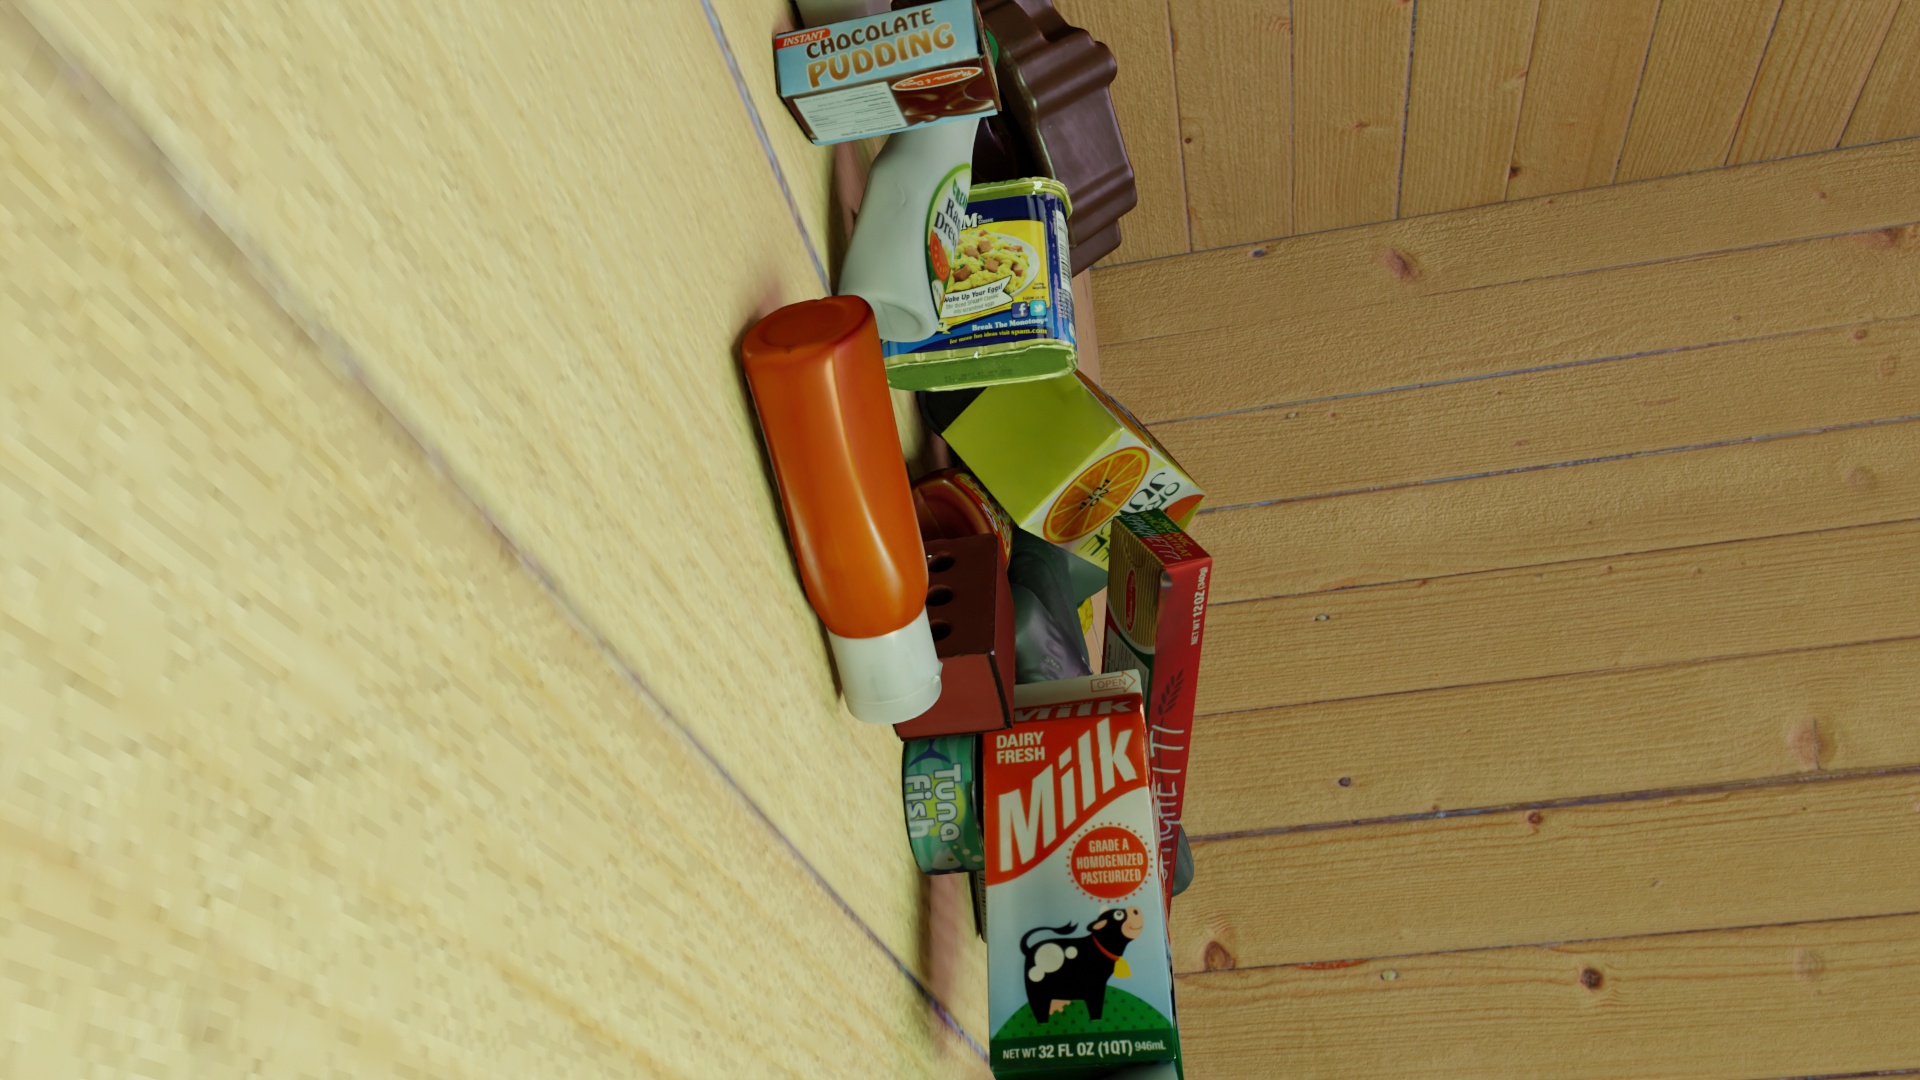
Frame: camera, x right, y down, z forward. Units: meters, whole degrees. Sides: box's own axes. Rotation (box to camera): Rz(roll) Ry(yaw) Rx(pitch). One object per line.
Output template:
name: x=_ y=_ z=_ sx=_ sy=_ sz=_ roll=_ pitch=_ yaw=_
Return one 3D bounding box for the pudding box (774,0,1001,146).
pudding box: x=-0.028 y=-0.189 z=0.566 sx=0.049 sy=0.084 sz=0.030 roll=42 pitch=41 yaw=-76

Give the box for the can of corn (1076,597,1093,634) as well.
can of corn: x=0.060 y=0.037 z=0.975 sx=0.071 sy=0.071 sz=0.058 roll=-87 pitch=166 yaw=-51

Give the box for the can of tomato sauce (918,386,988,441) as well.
can of tomato sauce: x=0.014 y=-0.102 z=0.800 sx=0.083 sy=0.071 sz=0.070 roll=-86 pitch=166 yaw=-54

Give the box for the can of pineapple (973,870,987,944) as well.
can of pineapple: x=0.041 y=0.179 z=0.738 sx=0.071 sy=0.071 sz=0.058 roll=2 pitch=82 yaw=-81

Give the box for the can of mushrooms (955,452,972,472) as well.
can of mushrooms: x=0.029 y=-0.053 z=0.870 sx=0.071 sy=0.071 sz=0.033 roll=60 pitch=25 yaw=-68

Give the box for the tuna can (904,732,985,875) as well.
tuna can: x=-0.003 y=0.117 z=0.625 sx=0.071 sy=0.033 sz=0.071 roll=-10 pitch=92 yaw=-81

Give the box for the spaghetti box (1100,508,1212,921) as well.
spaghetti box: x=0.091 y=0.102 z=0.701 sx=0.050 sy=0.029 sz=0.248 roll=-128 pitch=-148 yaw=-52

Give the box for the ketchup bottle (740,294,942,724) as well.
ketchup bottle: x=-0.037 y=-0.007 z=0.484 sx=0.065 sy=0.043 sz=0.148 roll=-78 pitch=159 yaw=-63

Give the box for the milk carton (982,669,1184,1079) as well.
milk carton: x=0.051 y=0.140 z=0.598 sx=0.073 sy=0.072 sz=0.191 roll=73 pitch=12 yaw=-51

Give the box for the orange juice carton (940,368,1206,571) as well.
orange juice carton: x=0.074 y=-0.037 z=0.773 sx=0.072 sy=0.073 sz=0.192 roll=51 pitch=12 yaw=25

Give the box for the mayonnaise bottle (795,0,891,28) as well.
mayonnaise bottle: x=-0.055 y=-0.248 z=0.592 sx=0.147 sy=0.041 sz=0.065 roll=69 pitch=17 yaw=-61

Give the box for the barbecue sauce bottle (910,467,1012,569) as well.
barbecue sauce bottle: x=0.003 y=-0.009 z=0.726 sx=0.065 sy=0.043 sz=0.149 roll=61 pitch=10 yaw=-3

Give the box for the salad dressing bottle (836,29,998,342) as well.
salad dressing bottle: x=-0.016 y=-0.163 z=0.620 sx=0.064 sy=0.044 sz=0.148 roll=65 pitch=36 yaw=-68
